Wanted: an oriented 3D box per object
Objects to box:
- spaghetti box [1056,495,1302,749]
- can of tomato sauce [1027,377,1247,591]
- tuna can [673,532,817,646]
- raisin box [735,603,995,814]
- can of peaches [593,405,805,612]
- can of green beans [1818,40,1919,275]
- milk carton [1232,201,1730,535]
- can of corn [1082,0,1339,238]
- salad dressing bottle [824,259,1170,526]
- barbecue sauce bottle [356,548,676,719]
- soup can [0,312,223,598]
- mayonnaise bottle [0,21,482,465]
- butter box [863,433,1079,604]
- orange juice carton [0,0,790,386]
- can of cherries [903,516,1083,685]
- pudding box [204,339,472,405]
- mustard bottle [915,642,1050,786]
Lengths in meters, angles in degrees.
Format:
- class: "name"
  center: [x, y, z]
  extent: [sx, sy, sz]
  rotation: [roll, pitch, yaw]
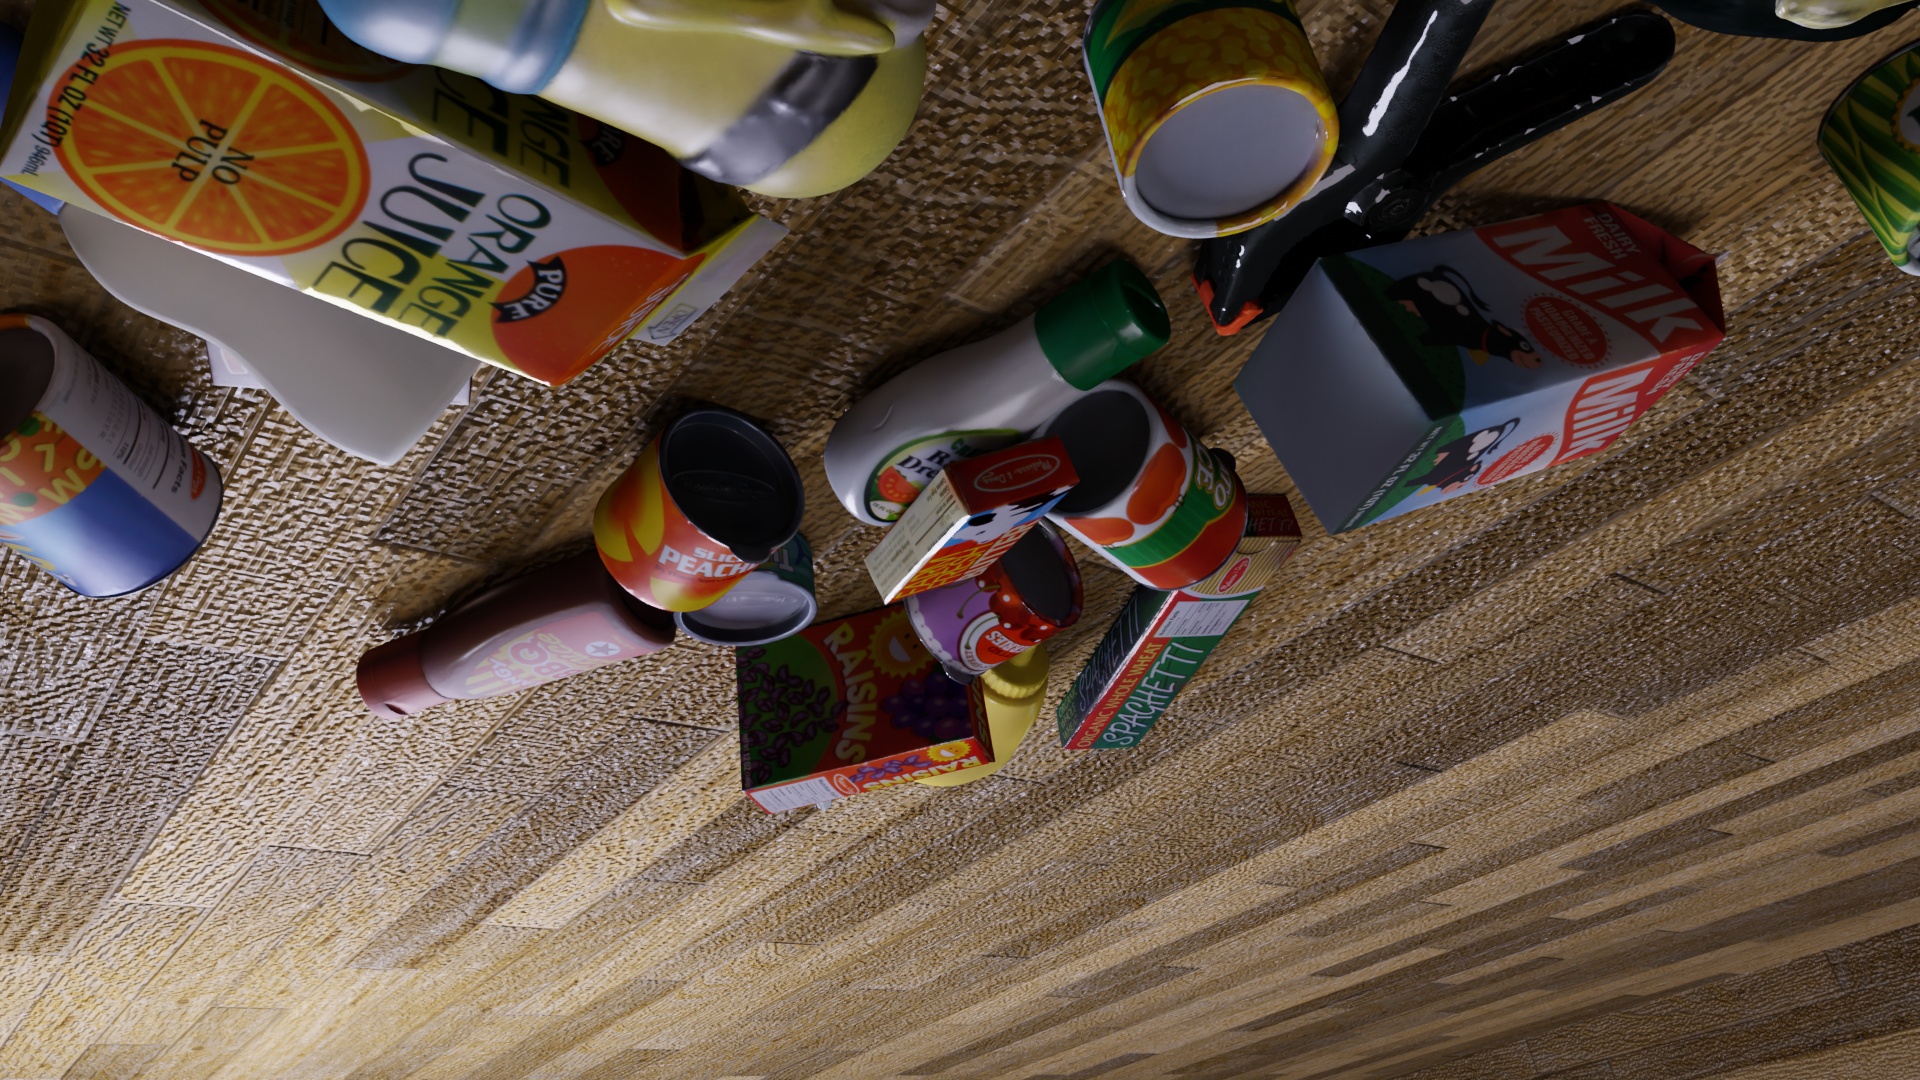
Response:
- class: "spaghetti box"
  center: [0.111, 0.054, 0.769]
  extent: [0.050, 0.029, 0.248]
  rotation: [0, 148, -16]
- class: "can of tomato sauce"
  center: [0.077, -0.024, 0.594]
  extent: [0.071, 0.071, 0.083]
  rotation: [-26, 145, 26]
- class: "tuna can"
  center: [-0.100, 0.019, 0.648]
  extent: [0.071, 0.033, 0.070]
  rotation: [-7, 149, -4]
- class: "raisin box"
  center: [-0.051, 0.085, 0.719]
  extent: [0.123, 0.086, 0.040]
  rotation: [-15, 147, 9]
- class: "can of peaches"
  center: [-0.106, -0.010, 0.562]
  extent: [0.071, 0.071, 0.058]
  rotation: [17, 141, -36]
- class: "can of green beans"
  center: [0.352, -0.136, 0.491]
  extent: [0.071, 0.058, 0.071]
  rotation: [-7, 149, -4]
- class: "milk carton"
  center: [0.207, -0.071, 0.520]
  extent: [0.191, 0.073, 0.072]
  rotation: [-15, 153, -27]
- class: "can of corn"
  center: [0.076, -0.135, 0.416]
  extent: [0.071, 0.058, 0.070]
  rotation: [-7, 149, -4]
- class: "salad dressing bottle"
  center: [0.012, -0.056, 0.543]
  extent: [0.147, 0.044, 0.064]
  rotation: [-31, 150, 31]
- class: "barbecue sauce bottle"
  center: [-0.212, 0.047, 0.653]
  extent: [0.148, 0.044, 0.064]
  rotation: [-18, 149, 15]
- class: "soup can"
  center: [-0.313, -0.027, 0.479]
  extent: [0.071, 0.071, 0.083]
  rotation: [-12, 148, 4]
- class: "mayonnaise bottle"
  center: [-0.214, -0.086, 0.403]
  extent: [0.148, 0.041, 0.064]
  rotation: [38, 97, -31]
- class: "butter box"
  center: [0.002, -0.007, 0.565]
  extent: [0.053, 0.024, 0.103]
  rotation: [-17, 166, -28]
- class: "orange juice carton"
  center: [-0.143, -0.107, 0.388]
  extent: [0.192, 0.073, 0.071]
  rotation: [21, 137, -41]
- class: "can of cherries"
  center: [0.017, 0.025, 0.653]
  extent: [0.058, 0.072, 0.071]
  rotation: [-31, 143, 31]
- class: "pudding box"
  center: [-0.206, -0.074, 0.467]
  extent: [0.084, 0.030, 0.049]
  rotation: [3, 146, -21]
- class: "mustard bottle"
  center: [0.015, 0.088, 0.778]
  extent: [0.065, 0.049, 0.159]
  rotation: [2, 147, -24]
